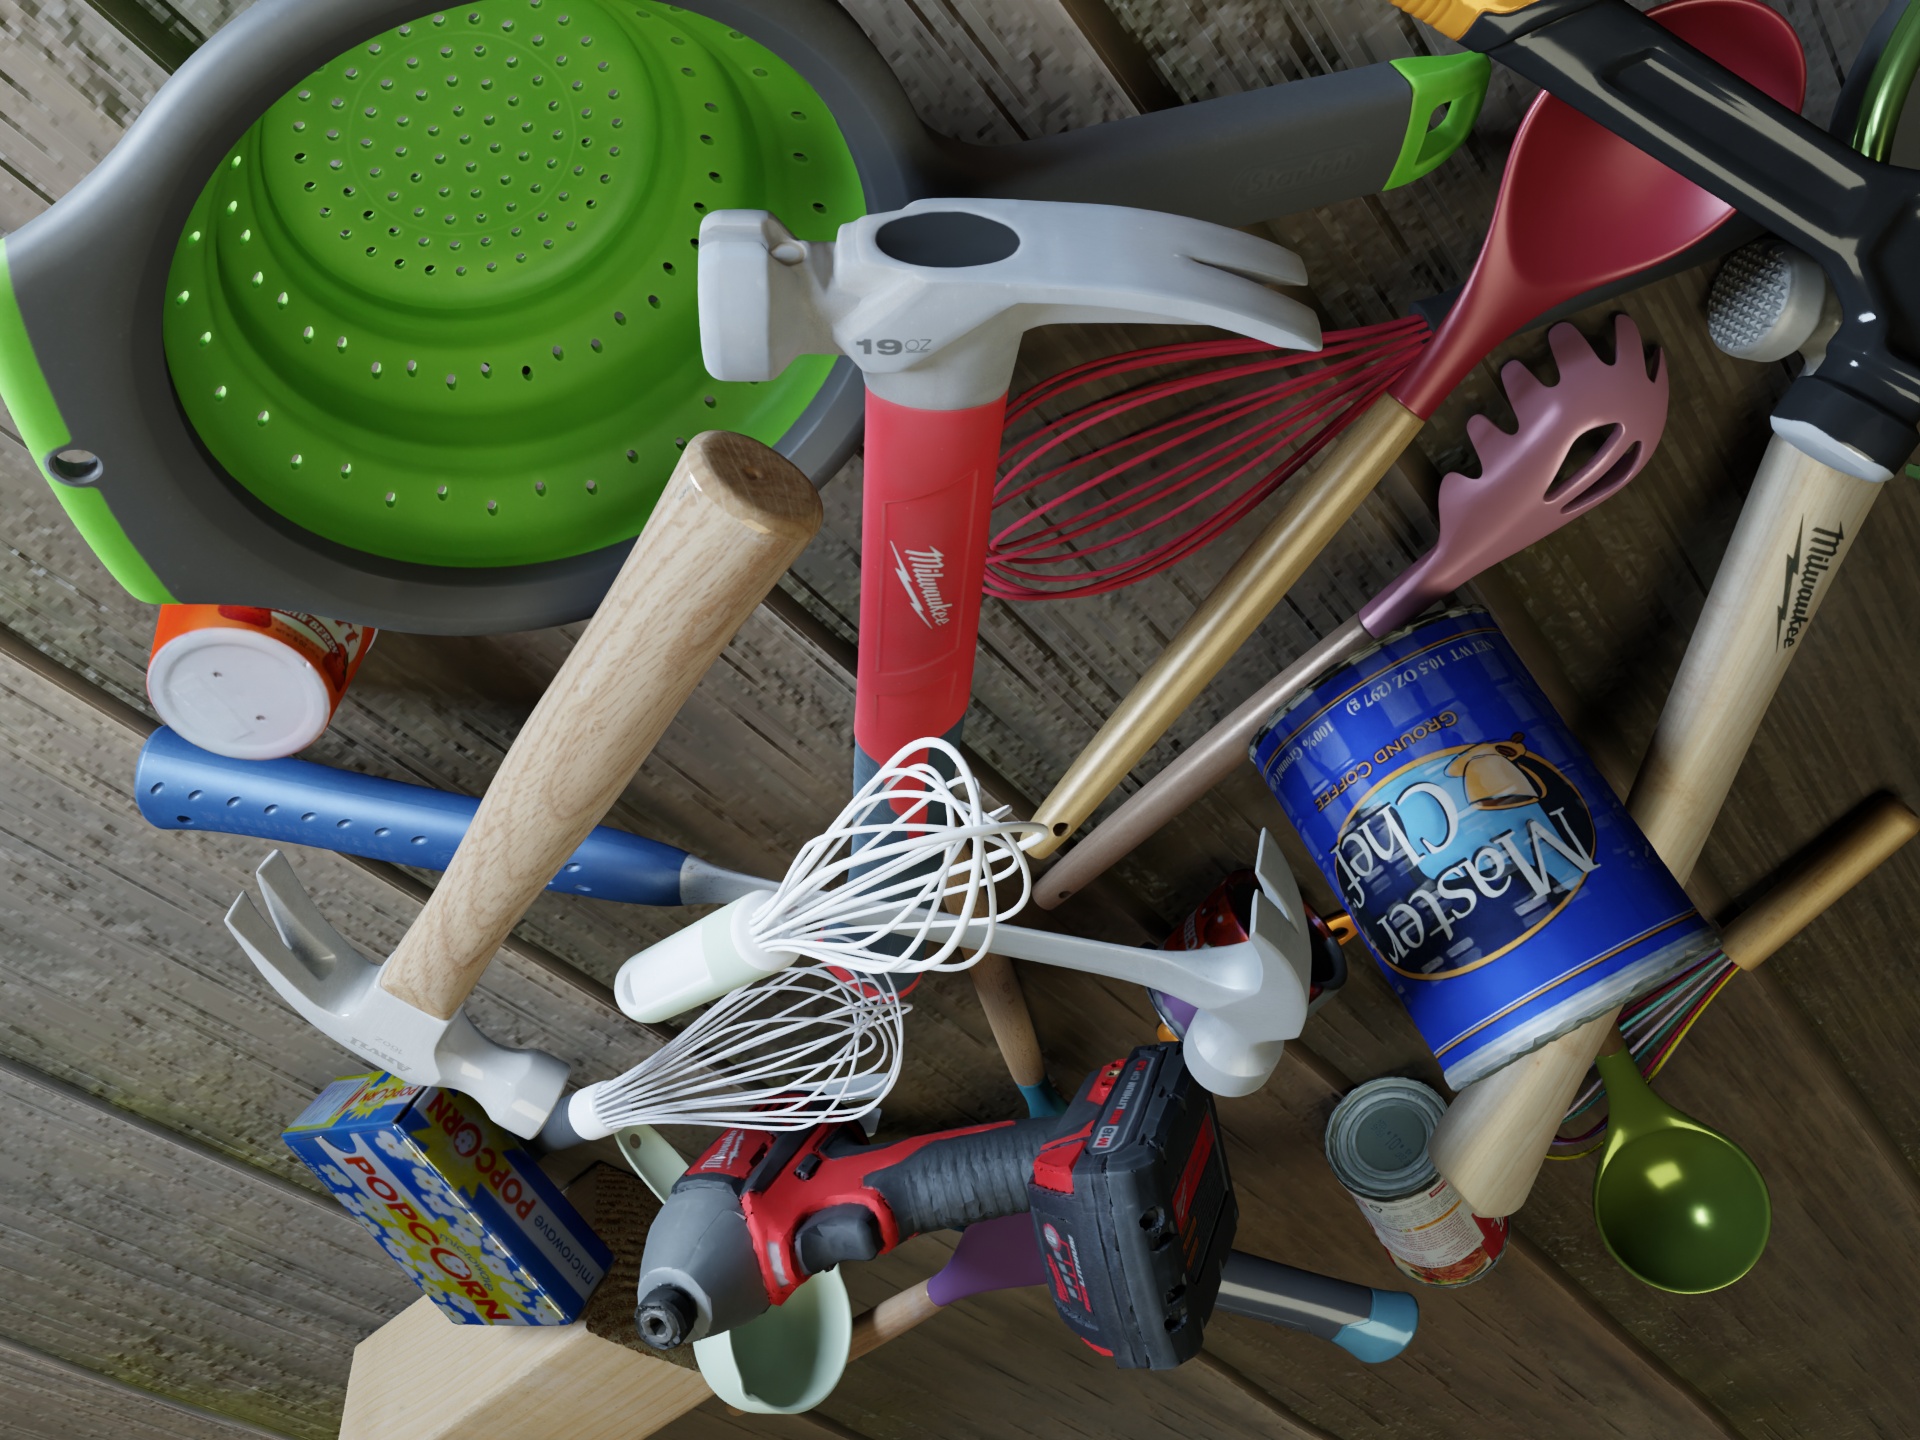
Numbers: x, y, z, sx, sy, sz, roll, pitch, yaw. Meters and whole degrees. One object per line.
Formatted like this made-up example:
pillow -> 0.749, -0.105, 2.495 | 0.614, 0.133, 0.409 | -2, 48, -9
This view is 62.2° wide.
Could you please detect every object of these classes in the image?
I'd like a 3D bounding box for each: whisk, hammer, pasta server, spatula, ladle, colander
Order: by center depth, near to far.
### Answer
hammer -> 0.123, -0.191, 0.382 | 0.336, 0.034, 0.127 | 27, 105, -7
colander -> -0.041, -0.148, 0.429 | 0.397, 0.095, 0.204 | -19, 147, -17
whisk -> -0.053, 0.060, 0.463 | 0.059, 0.058, 0.246 | -5, 165, -33
hammer -> -0.131, 0.030, 0.474 | 0.130, 0.031, 0.331 | 31, 134, -13
ladle -> 0.116, -0.072, 0.474 | 0.069, 0.031, 0.315 | 31, 112, -21
whisk -> 0.128, -0.113, 0.501 | 0.296, 0.073, 0.073 | -23, 130, 5
hammer -> -0.001, -0.002, 0.514 | 0.143, 0.038, 0.386 | 0, 147, -5
hammer -> -0.082, 0.052, 0.539 | 0.405, 0.035, 0.144 | 10, 149, 5
pasta server -> 0.133, -0.023, 0.599 | 0.060, 0.040, 0.316 | 28, 125, -29
hammer -> 0.282, 0.032, 0.612 | 0.146, 0.038, 0.410 | 6, 118, -15
whisk -> -0.130, 0.154, 0.664 | 0.284, 0.070, 0.070 | -25, 132, 33
ladle -> 0.281, 0.132, 0.698 | 0.078, 0.062, 0.320 | -26, 116, 12
spatula -> 0.027, 0.154, 0.721 | 0.082, 0.044, 0.317 | -6, 131, 15
whisk -> 0.352, 0.127, 0.753 | 0.051, 0.047, 0.245 | 24, 120, -25
hammer -> 0.053, 0.246, 0.756 | 0.331, 0.033, 0.128 | 16, 131, -2
spatula -> -0.024, 0.287, 0.772 | 0.059, 0.018, 0.316 | 38, 126, -16

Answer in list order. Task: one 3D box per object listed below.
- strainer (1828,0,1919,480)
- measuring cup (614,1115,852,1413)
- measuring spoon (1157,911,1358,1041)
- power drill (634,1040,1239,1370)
strainer -> 0.273, -0.203, 0.443 | 0.151, 0.069, 0.256 | -38, 113, 0
measuring cup -> -0.116, 0.248, 0.736 | 0.038, 0.083, 0.167 | -26, 106, 39
measuring spoon -> 0.139, 0.121, 0.732 | 0.117, 0.011, 0.021 | -38, 126, 22
power drill -> -0.015, 0.190, 0.612 | 0.220, 0.143, 0.078 | -10, 100, 21
